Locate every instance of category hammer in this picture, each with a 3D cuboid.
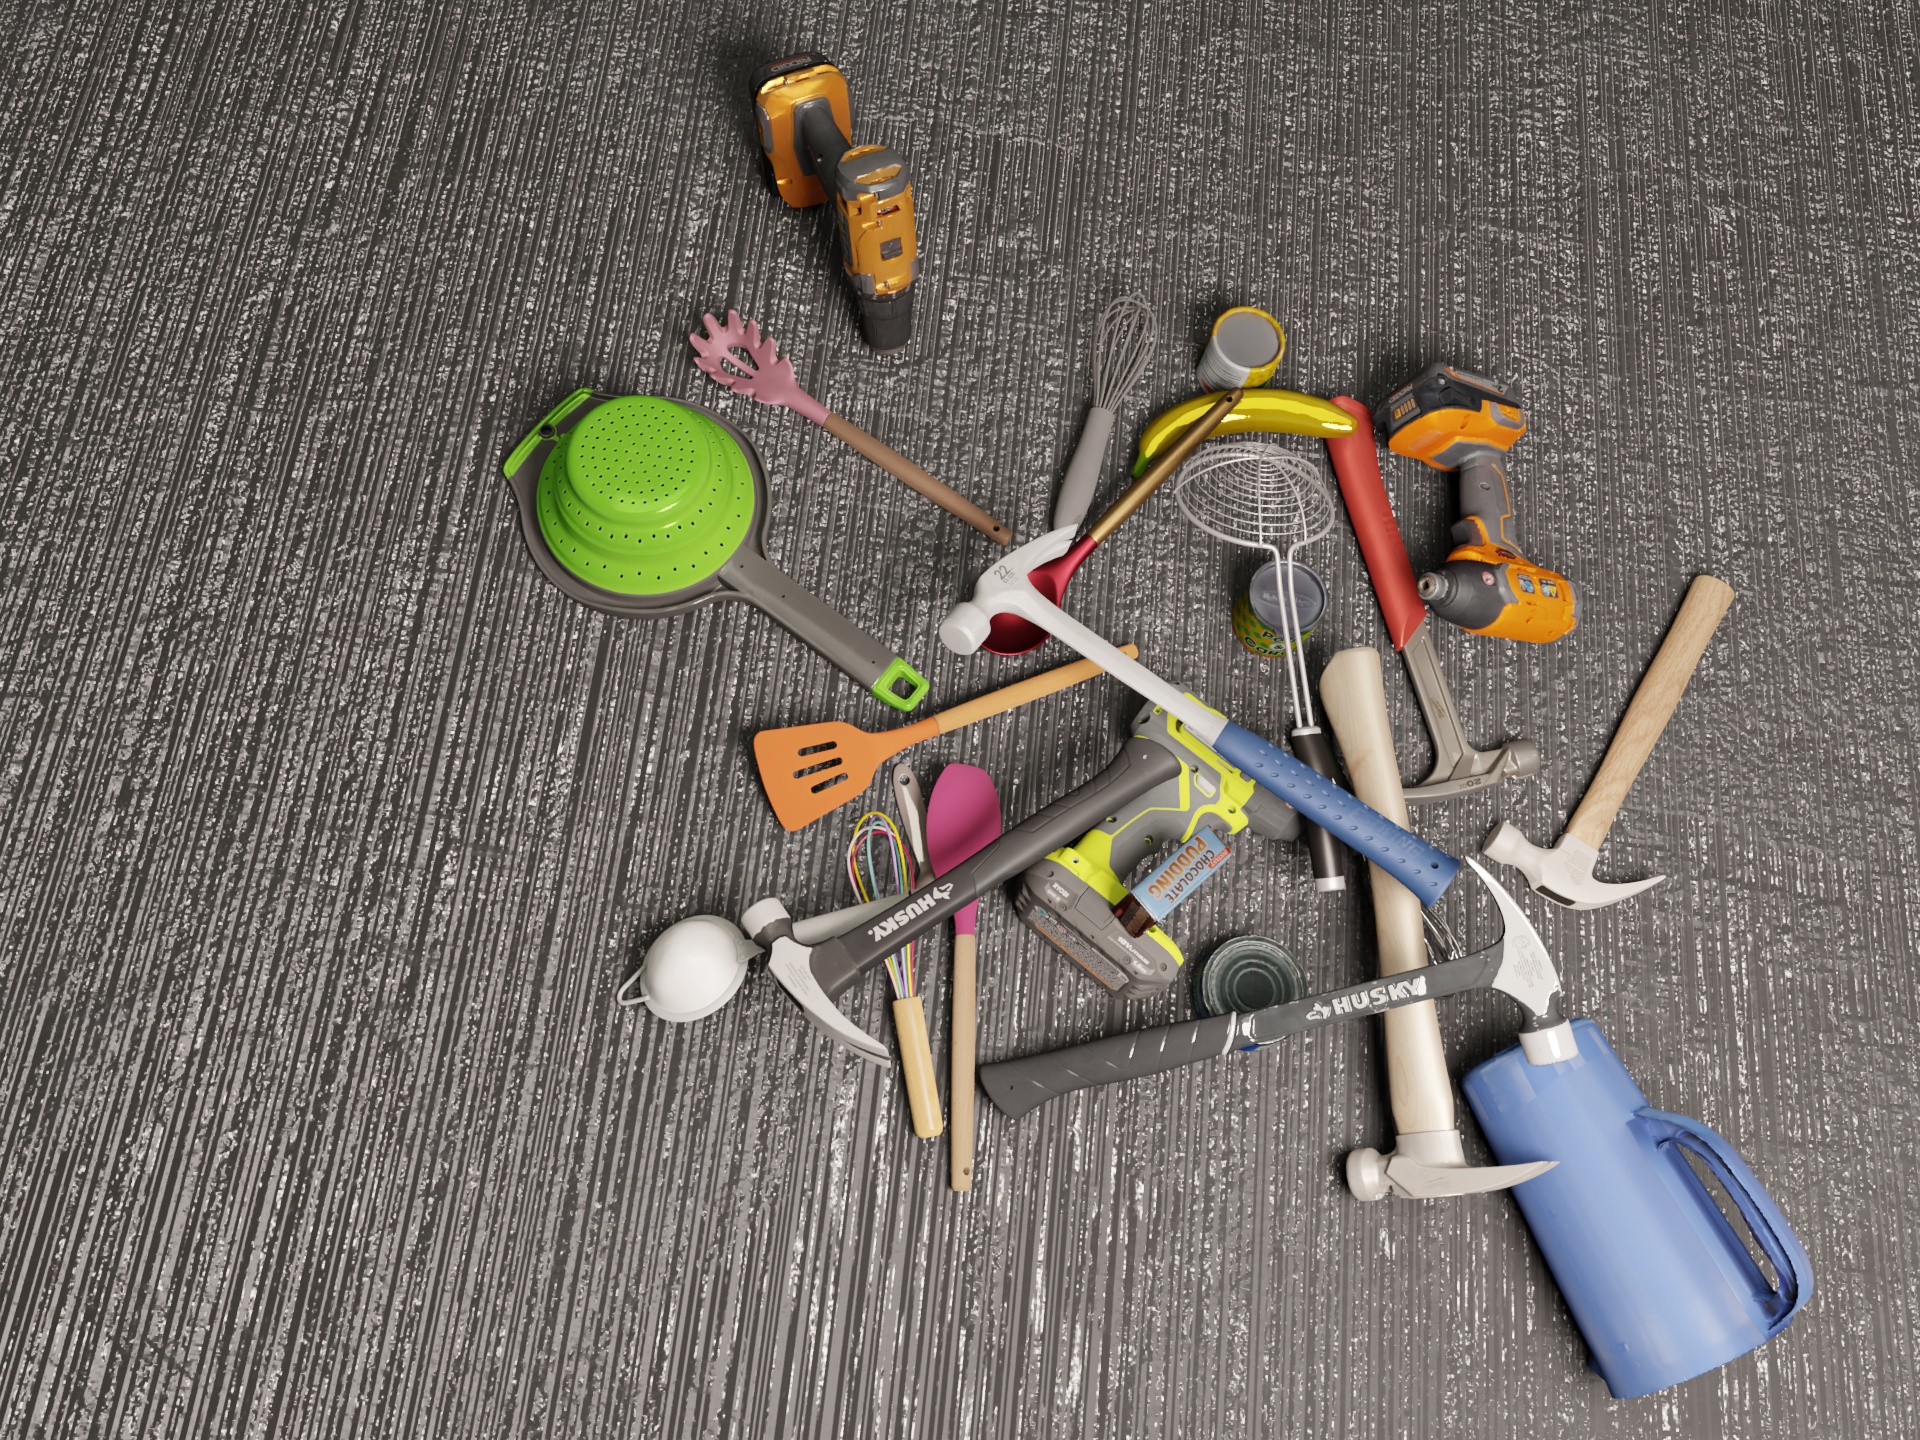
[{"bbox_3d":[0.186,-0.001,1.174,0.405,0.035,0.144,35,58,10],"label":"hammer"},{"bbox_3d":[0.021,0.112,1.142,0.335,0.035,0.146,-31,62,-16],"label":"hammer"},{"bbox_3d":[0.357,-0.106,1.331,0.149,0.036,0.359,-11,73,-9],"label":"hammer"},{"bbox_3d":[0.208,0.211,1.125,0.409,0.036,0.149,-17,83,13],"label":"hammer"},{"bbox_3d":[0.333,0.139,1.181,0.038,0.146,0.411,17,63,-48],"label":"hammer"},{"bbox_3d":[0.560,0.013,1.311,0.130,0.031,0.331,33,71,7],"label":"hammer"}]

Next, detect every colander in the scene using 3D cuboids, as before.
[{"bbox_3d":[-0.188,-0.143,1.259,0.397,0.094,0.204,36,71,7],"label":"colander"}]

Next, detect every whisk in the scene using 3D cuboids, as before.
[{"bbox_3d":[0.120,-0.261,1.358,0.055,0.055,0.239,18,74,1],"label":"whisk"},{"bbox_3d":[0.324,0.107,1.252,0.059,0.057,0.246,-6,64,-44],"label":"whisk"},{"bbox_3d":[-0.046,0.188,1.191,0.047,0.051,0.245,-14,76,12],"label":"whisk"}]

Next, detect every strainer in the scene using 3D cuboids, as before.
[{"bbox_3d":[-0.134,0.158,1.162,0.258,0.050,0.087,-15,52,-1],"label":"strainer"}]

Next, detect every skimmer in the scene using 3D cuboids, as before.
[{"bbox_3d":[0.249,-0.048,1.242,0.127,0.090,0.363,-6,83,-14],"label":"skimmer"}]

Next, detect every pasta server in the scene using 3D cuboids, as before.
[{"bbox_3d":[-0.090,-0.240,1.334,0.316,0.040,0.060,34,83,5],"label":"pasta server"}]

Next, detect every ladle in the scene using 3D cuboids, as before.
[{"bbox_3d":[0.125,-0.168,1.313,0.069,0.031,0.315,44,81,7],"label":"ladle"}]

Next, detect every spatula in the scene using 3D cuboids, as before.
[{"bbox_3d":[-0.002,-0.004,1.258,0.322,0.041,0.081,-20,93,-20],"label":"spatula"}]

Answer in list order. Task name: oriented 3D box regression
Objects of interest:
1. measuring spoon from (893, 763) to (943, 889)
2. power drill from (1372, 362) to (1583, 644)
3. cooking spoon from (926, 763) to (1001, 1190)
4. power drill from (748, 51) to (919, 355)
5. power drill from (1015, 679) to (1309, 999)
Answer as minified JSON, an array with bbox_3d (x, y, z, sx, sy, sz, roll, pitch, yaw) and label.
[{"bbox_3d":[-0.031,0.089,1.234,0.034,0.018,0.124,-14,72,-10],"label":"measuring spoon"},{"bbox_3d":[0.416,-0.175,1.309,0.164,0.084,0.227,4,66,-34],"label":"power drill"},{"bbox_3d":[0.003,0.187,1.195,0.068,0.017,0.319,11,71,-32],"label":"cooking spoon"},{"bbox_3d":[-0.099,-0.436,1.351,0.084,0.185,0.226,-22,55,-12],"label":"power drill"},{"bbox_3d":[0.163,0.098,1.221,0.171,0.080,0.223,39,69,8],"label":"power drill"}]
